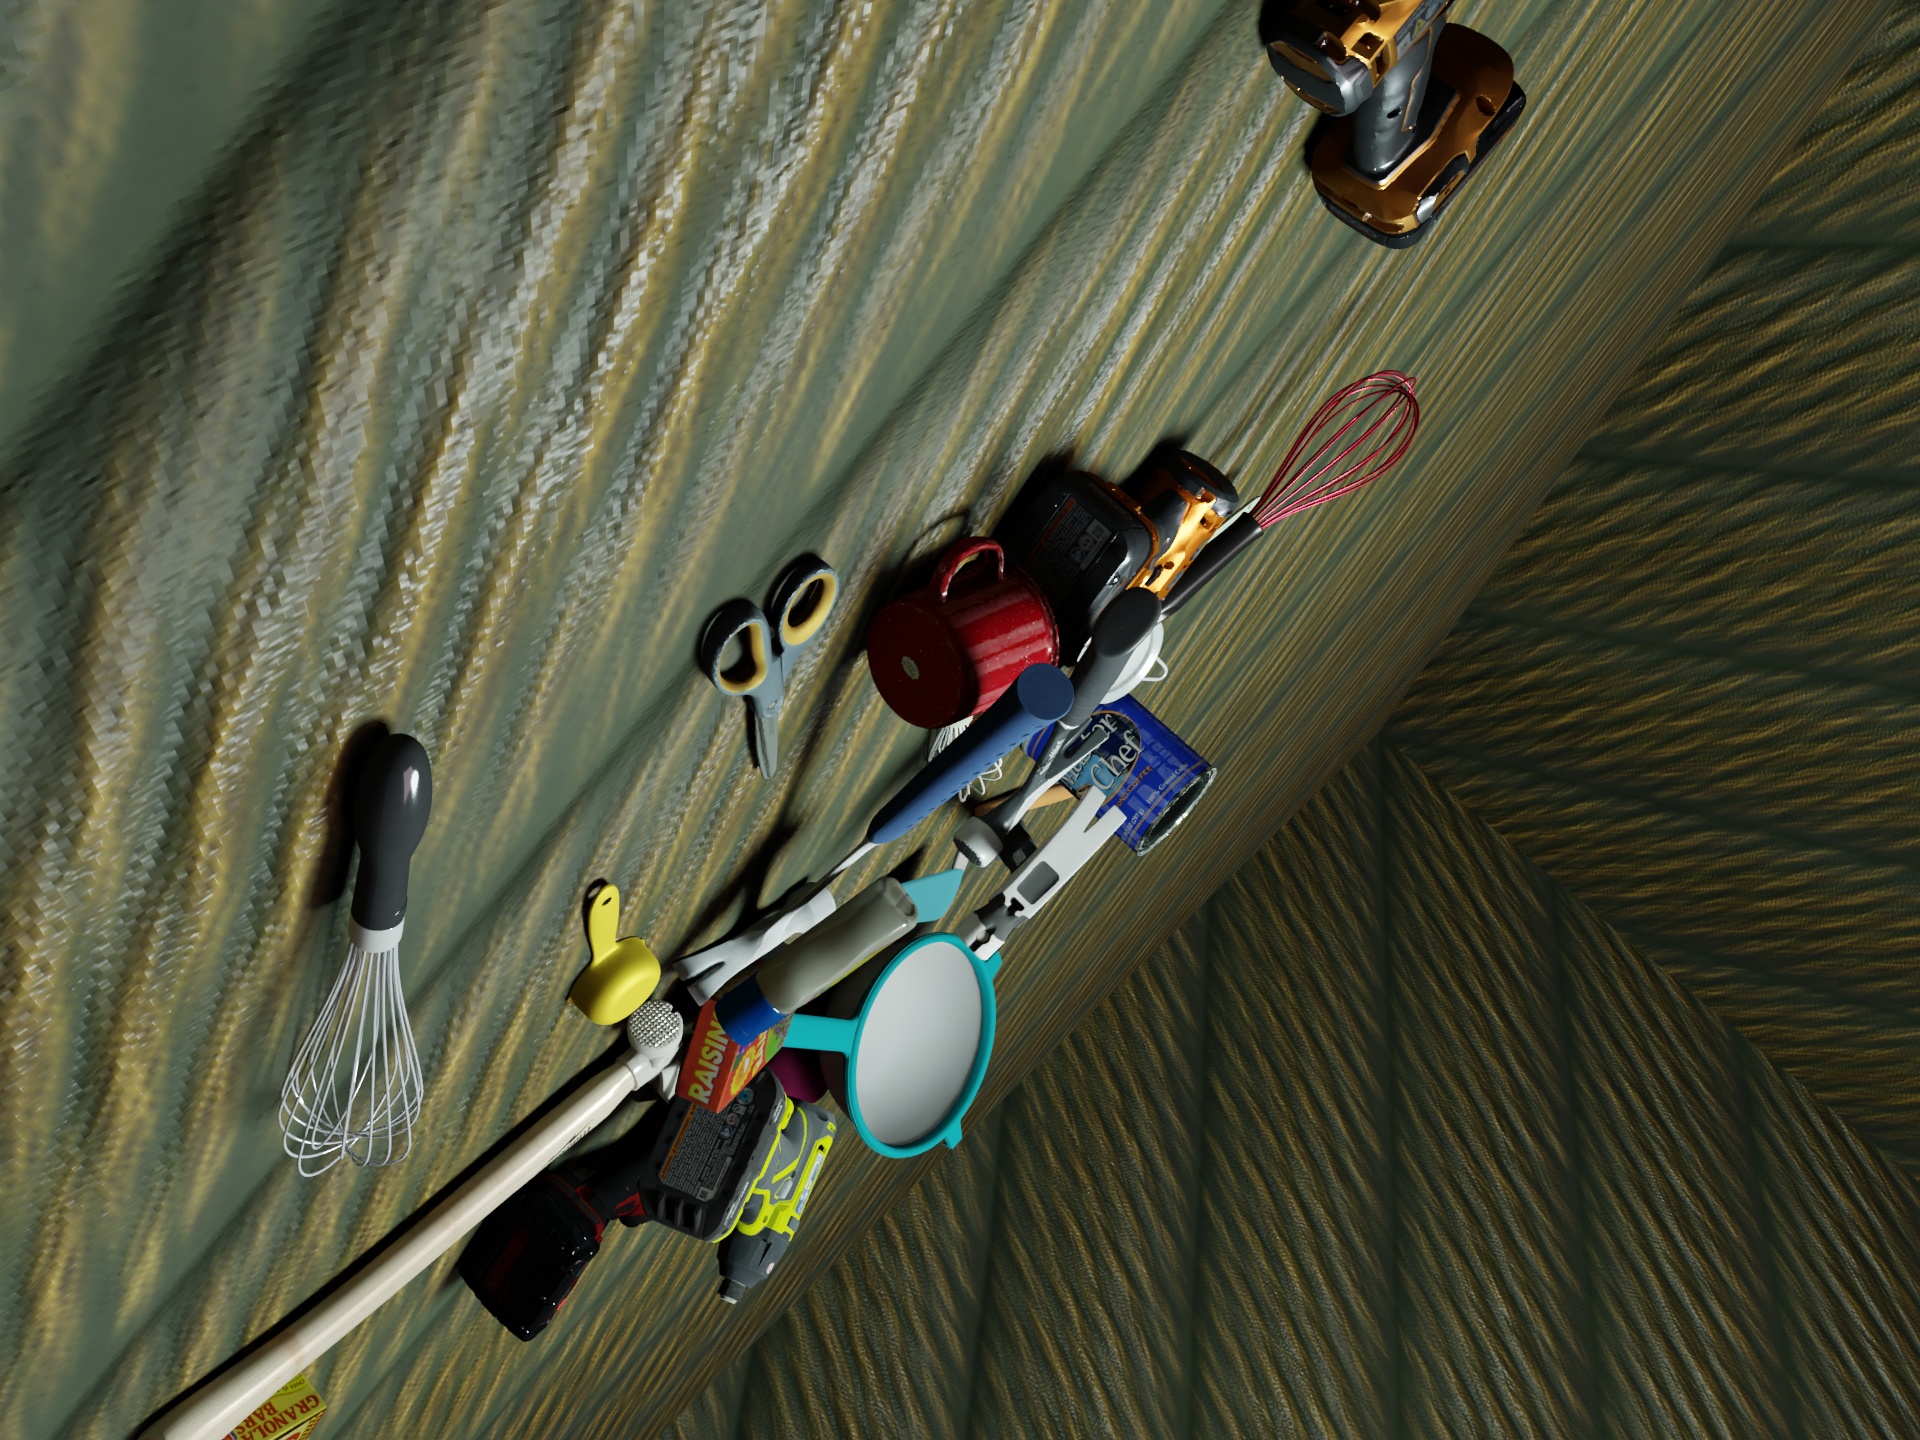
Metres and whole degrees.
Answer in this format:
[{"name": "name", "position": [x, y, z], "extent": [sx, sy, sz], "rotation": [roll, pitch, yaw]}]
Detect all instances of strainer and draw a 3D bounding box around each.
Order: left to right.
[{"name": "strainer", "position": [-0.103, 0.282, 1.451], "extent": [0.340, 0.095, 0.211], "rotation": [20, 81, -50]}, {"name": "strainer", "position": [0.101, -0.058, 1.270], "extent": [0.087, 0.050, 0.258], "rotation": [-58, 156, 14]}]

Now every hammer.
[{"name": "hammer", "position": [-0.352, 0.347, 1.067], "extent": [0.410, 0.038, 0.146], "rotation": [-38, 163, -28]}, {"name": "hammer", "position": [-0.058, 0.078, 1.015], "extent": [0.144, 0.035, 0.405], "rotation": [-30, 172, -42]}, {"name": "hammer", "position": [0.053, 0.106, 1.291], "extent": [0.146, 0.035, 0.335], "rotation": [-45, -177, 0]}, {"name": "hammer", "position": [0.077, -0.001, 1.094], "extent": [0.149, 0.036, 0.408], "rotation": [-44, 172, -17]}]

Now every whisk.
[{"name": "whisk", "position": [-0.265, 0.112, 0.716], "extent": [0.070, 0.070, 0.284], "rotation": [-29, 150, -47]}, {"name": "whisk", "position": [-0.002, -0.004, 1.137], "extent": [0.246, 0.058, 0.059], "rotation": [81, 19, -66]}, {"name": "whisk", "position": [0.239, -0.163, 1.215], "extent": [0.296, 0.073, 0.073], "rotation": [-41, 163, -2]}]

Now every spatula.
[{"name": "spatula", "position": [-0.123, 0.212, 1.311], "extent": [0.317, 0.044, 0.082], "rotation": [-36, 159, -36]}, {"name": "spatula", "position": [0.094, 0.064, 1.565], "extent": [0.081, 0.041, 0.322], "rotation": [-55, 158, 23]}]

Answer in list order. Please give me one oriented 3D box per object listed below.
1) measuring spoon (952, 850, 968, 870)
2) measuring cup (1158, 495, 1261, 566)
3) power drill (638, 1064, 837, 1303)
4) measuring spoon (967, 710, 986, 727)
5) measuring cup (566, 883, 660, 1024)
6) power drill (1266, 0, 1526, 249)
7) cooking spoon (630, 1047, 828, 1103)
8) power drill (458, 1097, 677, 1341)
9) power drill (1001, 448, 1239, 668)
[{"name": "measuring spoon", "position": [0.010, 0.125, 1.494], "extent": [0.034, 0.018, 0.124], "rotation": [-39, 163, -26]}, {"name": "measuring cup", "position": [0.185, -0.156, 1.261], "extent": [0.167, 0.038, 0.083], "rotation": [-35, 159, -42]}, {"name": "power drill", "position": [-0.174, 0.370, 1.279], "extent": [0.223, 0.080, 0.171], "rotation": [72, 37, -60]}, {"name": "measuring spoon", "position": [0.025, -0.037, 1.100], "extent": [0.021, 0.011, 0.117], "rotation": [56, 48, -57]}, {"name": "measuring cup", "position": [-0.208, 0.142, 0.963], "extent": [0.062, 0.029, 0.156], "rotation": [-39, 163, -28]}, {"name": "power drill", "position": [0.256, -0.378, 0.861], "extent": [0.185, 0.084, 0.226], "rotation": [-51, 159, 6]}, {"name": "cooking spoon", "position": [-0.187, 0.306, 1.365], "extent": [0.017, 0.069, 0.318], "rotation": [-21, 165, 19]}, {"name": "power drill", "position": [-0.284, 0.390, 1.270], "extent": [0.143, 0.078, 0.219], "rotation": [-55, 165, 24]}, {"name": "power drill", "position": [0.096, -0.101, 1.089], "extent": [0.164, 0.084, 0.226], "rotation": [-54, 166, 26]}]
